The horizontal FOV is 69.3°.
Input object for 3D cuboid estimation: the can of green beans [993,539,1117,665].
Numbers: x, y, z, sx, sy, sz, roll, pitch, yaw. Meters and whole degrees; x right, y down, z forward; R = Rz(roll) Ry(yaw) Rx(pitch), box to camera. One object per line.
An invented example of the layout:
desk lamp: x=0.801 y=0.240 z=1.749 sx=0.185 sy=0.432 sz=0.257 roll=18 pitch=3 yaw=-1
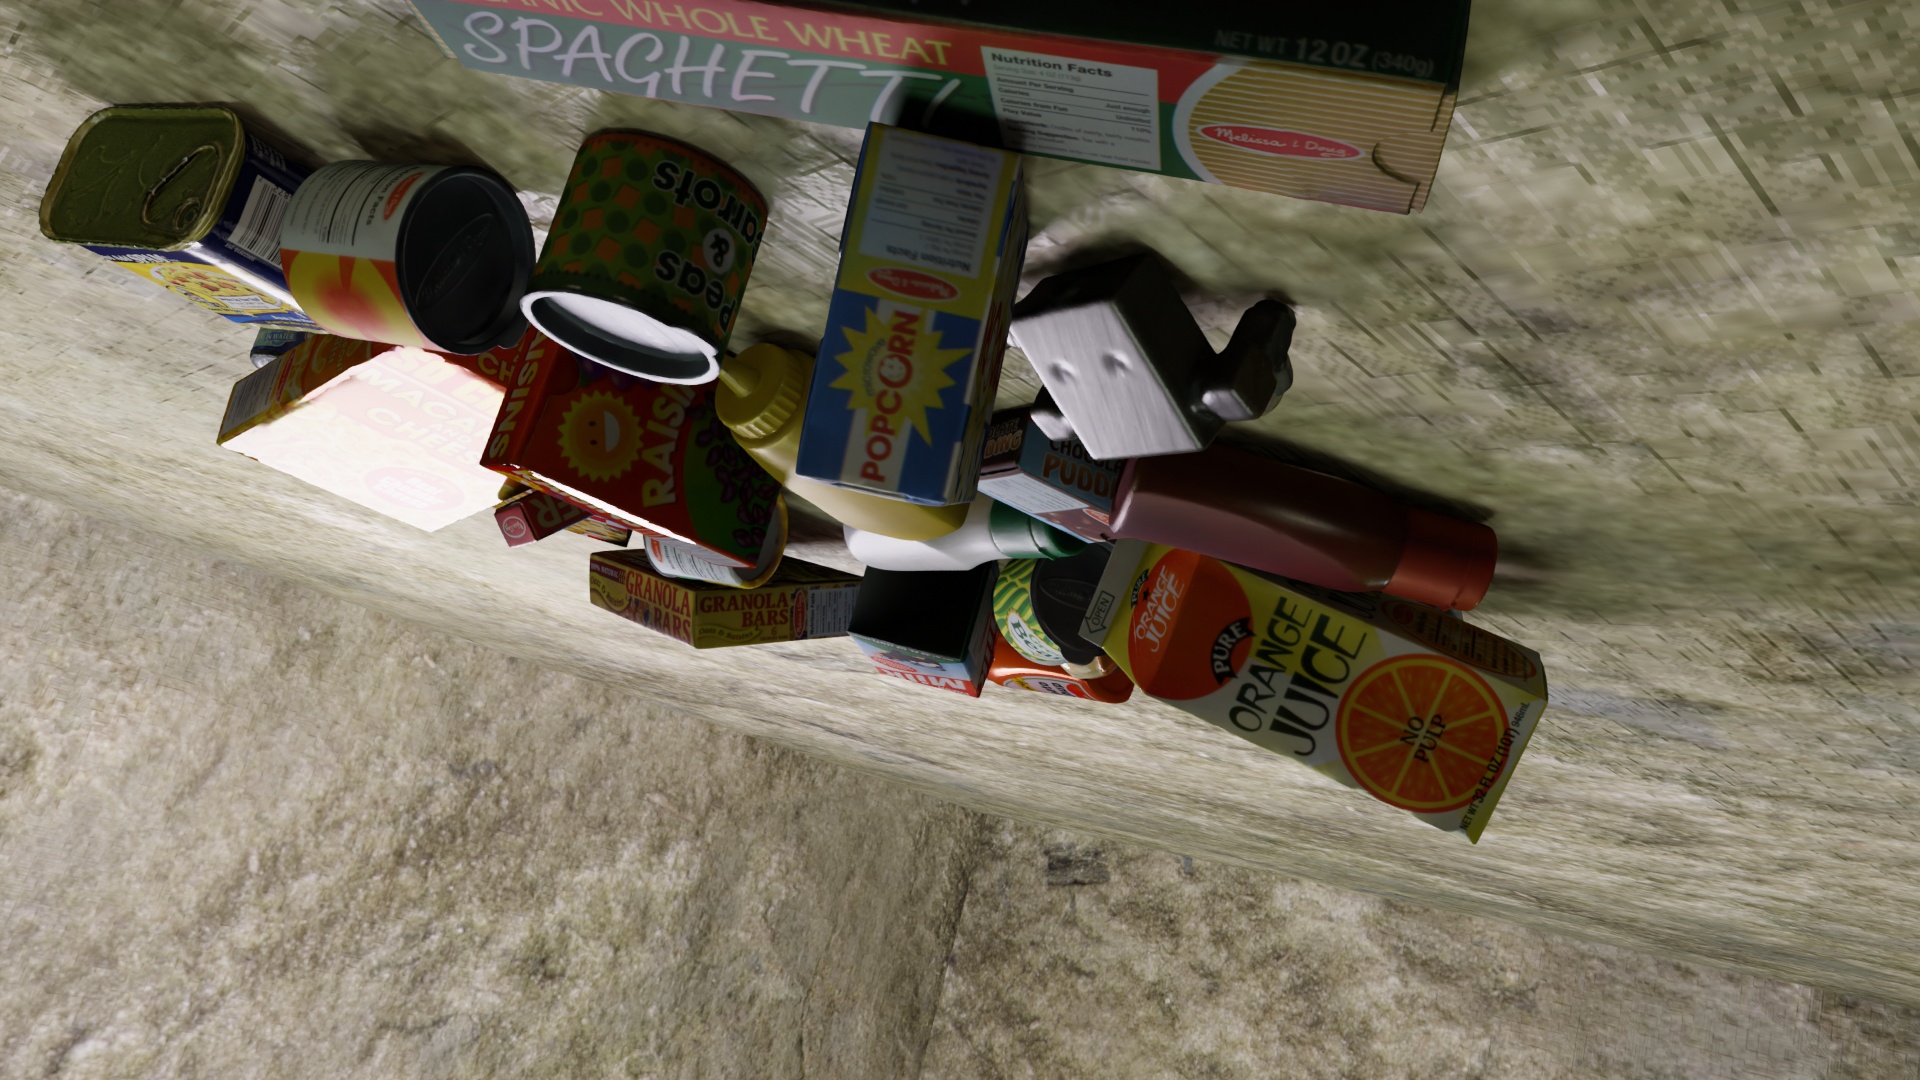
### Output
can of green beans: x=0.057 y=0.031 z=0.748 sx=0.071 sy=0.071 sz=0.057 roll=20 pitch=166 yaw=-15

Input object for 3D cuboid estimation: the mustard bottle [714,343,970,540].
mustard bottle: x=-0.058 y=-0.047 z=0.602 sx=0.065 sy=0.049 sz=0.160 roll=-4 pitch=157 yaw=35

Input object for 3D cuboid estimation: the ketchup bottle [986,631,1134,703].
ketchup bottle: x=0.055 y=0.090 z=1.031 sx=0.148 sy=0.043 sz=0.064 roll=3 pitch=162 yaw=43

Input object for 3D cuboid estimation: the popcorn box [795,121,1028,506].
popcorn box: x=-0.008 y=-0.054 z=0.379 sx=0.038 sy=0.085 sz=0.127 roll=13 pitch=-177 yaw=3

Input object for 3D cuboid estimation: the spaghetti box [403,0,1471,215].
spaghetti box: x=-0.016 y=-0.118 z=0.319 sx=0.250 sy=0.029 sz=0.050 roll=13 pitch=166 yaw=12

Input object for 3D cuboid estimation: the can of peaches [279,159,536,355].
can of peaches: x=-0.197 y=-0.101 z=0.502 sx=0.058 sy=0.071 sz=0.071 roll=10 pitch=165 yaw=24

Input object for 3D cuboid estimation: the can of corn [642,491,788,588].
can of corn: x=-0.141 y=-0.009 z=0.815 sx=0.058 sy=0.071 sz=0.071 roll=8 pitch=164 yaw=26

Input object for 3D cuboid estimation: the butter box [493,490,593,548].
butter box: x=-0.192 y=-0.029 z=0.741 sx=0.053 sy=0.104 sz=0.024 roll=-7 pitch=109 yaw=58

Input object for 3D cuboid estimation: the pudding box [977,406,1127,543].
pudding box: x=0.045 y=-0.027 z=0.608 sx=0.083 sy=0.030 sz=0.049 roll=24 pitch=163 yaw=-31

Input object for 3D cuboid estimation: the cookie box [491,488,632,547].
cookie box: x=-0.259 y=-0.044 z=0.856 sx=0.123 sy=0.040 sz=0.167 roll=18 pitch=167 yaw=-10

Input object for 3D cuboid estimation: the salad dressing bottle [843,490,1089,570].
salad dressing bottle: x=0.003 y=-0.009 z=0.701 sx=0.147 sy=0.044 sz=0.064 roll=-1 pitch=156 yaw=47

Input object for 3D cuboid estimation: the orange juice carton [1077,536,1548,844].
orange juice carton: x=0.151 y=0.051 z=0.618 sx=0.193 sy=0.071 sz=0.073 roll=24 pitch=-162 yaw=15

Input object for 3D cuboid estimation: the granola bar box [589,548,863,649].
granola bar box: x=-0.154 y=0.033 z=0.911 sx=0.124 sy=0.039 sz=0.165 roll=-2 pitch=-171 yaw=-36

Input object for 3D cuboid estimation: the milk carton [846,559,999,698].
milk carton: x=-0.016 y=0.052 z=0.894 sx=0.072 sy=0.073 sz=0.190 roll=13 pitch=166 yaw=9

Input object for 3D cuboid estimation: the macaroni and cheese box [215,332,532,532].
macaroni and cheese box: x=-0.266 y=-0.063 z=0.691 sx=0.166 sy=0.040 sz=0.123 roll=-17 pitch=149 yaw=34

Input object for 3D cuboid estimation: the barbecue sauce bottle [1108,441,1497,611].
barbecue sauce bottle: x=0.137 y=-0.007 z=0.560 sx=0.148 sy=0.044 sz=0.064 roll=15 pitch=166 yaw=0

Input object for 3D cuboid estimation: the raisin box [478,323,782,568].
raisin box: x=-0.134 y=-0.048 z=0.605 sx=0.123 sy=0.086 sz=0.040 roll=27 pitch=163 yaw=-39

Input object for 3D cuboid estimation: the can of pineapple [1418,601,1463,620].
can of pineapple: x=0.209 y=0.058 z=0.680 sx=0.058 sy=0.071 sz=0.071 roll=4 pitch=162 yaw=36

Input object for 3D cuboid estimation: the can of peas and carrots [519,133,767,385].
can of peas and carrots: x=-0.100 y=-0.091 z=0.454 sx=0.071 sy=0.059 sz=0.070 roll=14 pitch=166 yaw=4
